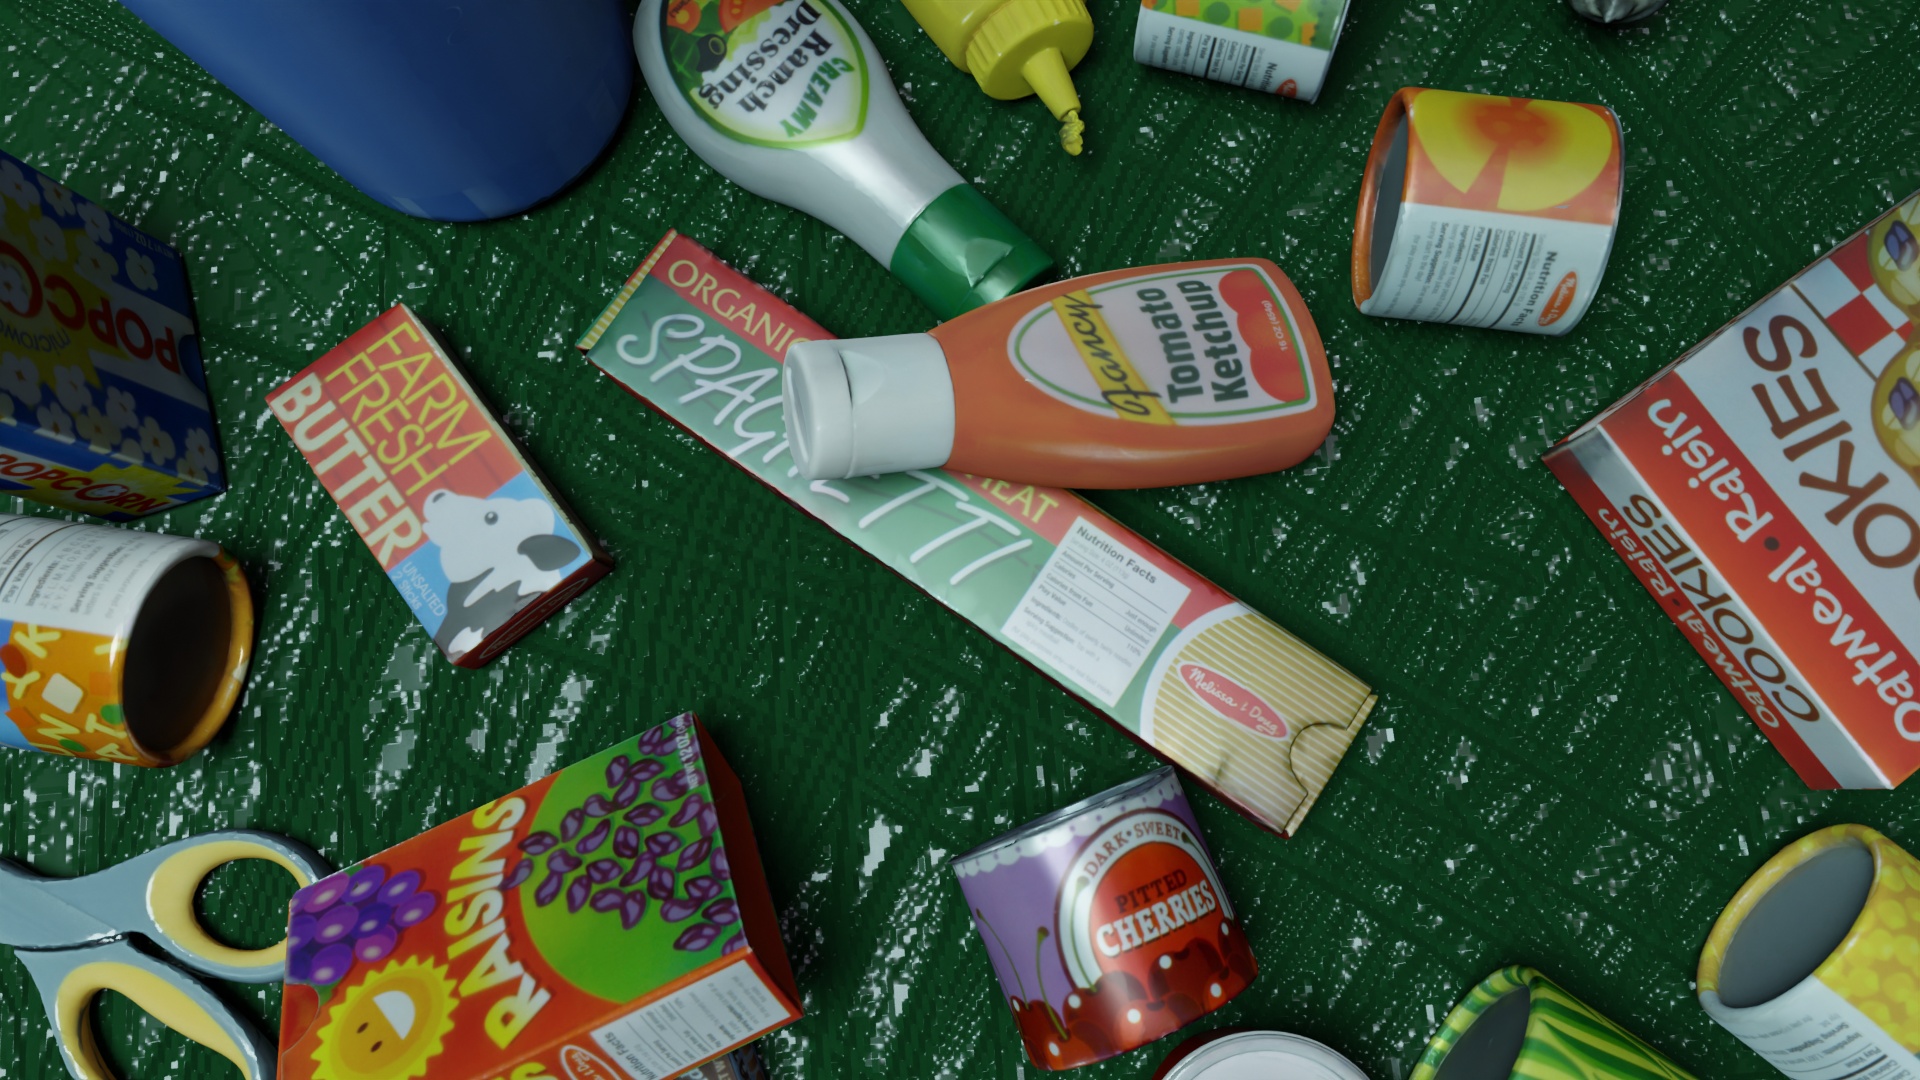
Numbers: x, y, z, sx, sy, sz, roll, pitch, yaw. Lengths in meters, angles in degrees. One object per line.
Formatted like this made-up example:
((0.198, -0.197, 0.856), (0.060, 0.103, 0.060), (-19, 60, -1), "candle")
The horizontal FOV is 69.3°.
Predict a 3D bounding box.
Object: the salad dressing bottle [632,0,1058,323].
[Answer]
((-0.035, -0.119, 0.425), (0.148, 0.044, 0.064), (44, 83, 9), "salad dressing bottle")

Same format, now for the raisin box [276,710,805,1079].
((-0.112, 0.109, 0.366), (0.123, 0.040, 0.086), (-25, 43, -2), "raisin box")

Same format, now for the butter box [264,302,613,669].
((-0.157, -0.017, 0.420), (0.053, 0.024, 0.103), (-38, 81, -6), "butter box")

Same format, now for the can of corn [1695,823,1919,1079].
((0.240, 0.115, 0.361), (0.058, 0.071, 0.071), (38, 83, 8), "can of corn")

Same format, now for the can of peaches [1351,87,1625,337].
((0.150, -0.097, 0.404), (0.058, 0.071, 0.071), (7, 80, 4), "can of peaches")

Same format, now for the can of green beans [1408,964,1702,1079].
((0.153, 0.153, 0.356), (0.058, 0.071, 0.071), (34, 83, 8), "can of green beans")

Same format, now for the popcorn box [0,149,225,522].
((-0.263, -0.059, 0.380), (0.038, 0.126, 0.085), (-18, 79, 2), "popcorn box")

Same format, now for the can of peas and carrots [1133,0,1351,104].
((0.089, -0.174, 0.420), (0.059, 0.071, 0.071), (15, 80, 5), "can of peas and carrots")

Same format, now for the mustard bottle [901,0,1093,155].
((0.004, -0.191, 0.435), (0.065, 0.048, 0.160), (-27, 79, -1), "mustard bottle")

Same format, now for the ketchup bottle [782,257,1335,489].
((0.027, -0.042, 0.385), (0.149, 0.043, 0.065), (-8, 67, -19), "ketchup bottle")

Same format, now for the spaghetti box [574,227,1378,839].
((0.001, -0.005, 0.410), (0.250, 0.028, 0.050), (34, 82, 8), "spaghetti box")

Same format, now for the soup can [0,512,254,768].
((-0.258, 0.029, 0.395), (0.084, 0.071, 0.071), (8, 80, 3), "soup can")

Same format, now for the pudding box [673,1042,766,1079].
((-0.077, 0.163, 0.380), (0.050, 0.030, 0.084), (-23, 79, -1), "pudding box")

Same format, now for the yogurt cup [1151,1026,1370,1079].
((0.077, 0.160, 0.363), (0.072, 0.054, 0.072), (0, 79, 2), "yogurt cup")

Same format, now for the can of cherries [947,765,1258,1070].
((0.039, 0.099, 0.367), (0.071, 0.071, 0.058), (-22, 80, -2), "can of cherries")

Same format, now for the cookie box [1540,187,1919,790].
((0.277, -0.026, 0.399), (0.167, 0.040, 0.123), (-34, 80, -5), "cookie box")
